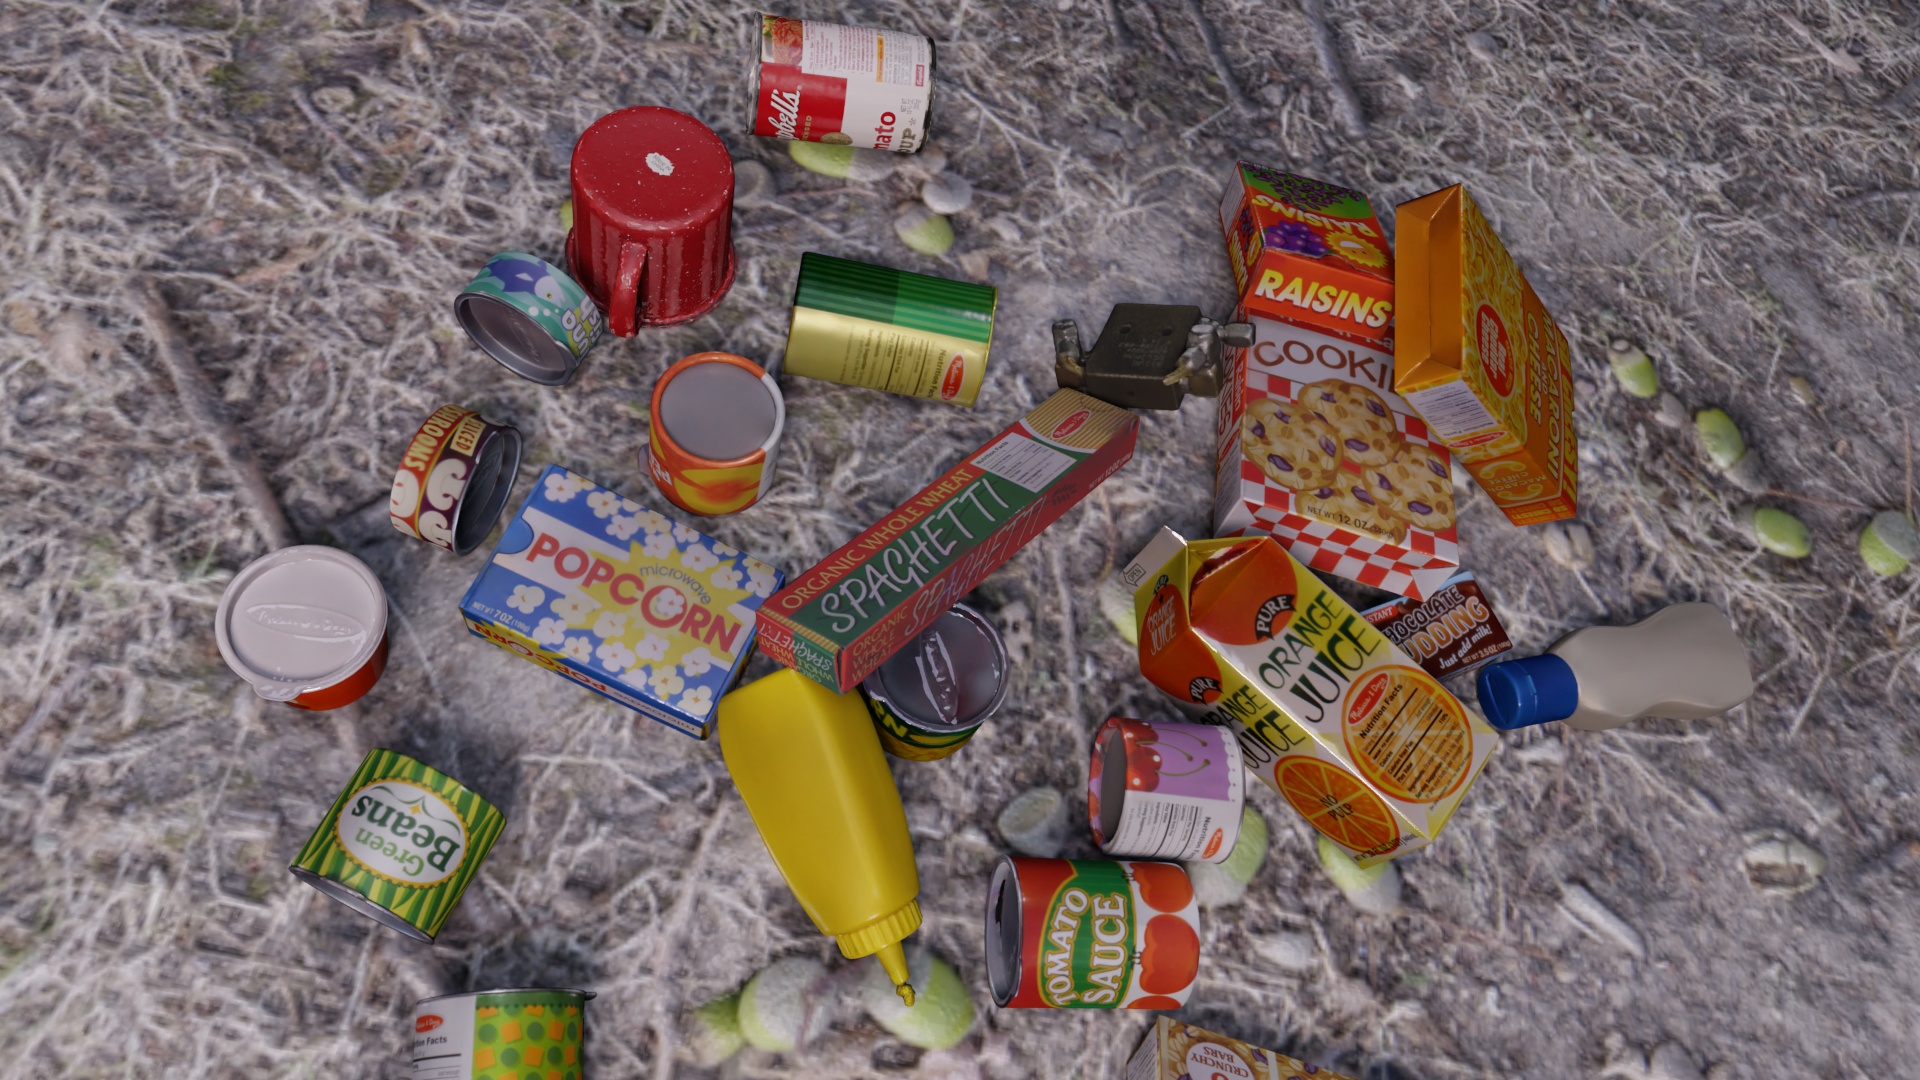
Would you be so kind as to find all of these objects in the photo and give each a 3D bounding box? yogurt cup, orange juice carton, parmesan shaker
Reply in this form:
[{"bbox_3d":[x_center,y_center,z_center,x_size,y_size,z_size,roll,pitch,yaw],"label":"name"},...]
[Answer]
[{"bbox_3d":[-0.287,0.042,0.617,0.072,0.053,0.072,5,65,-11],"label":"yogurt cup"},{"bbox_3d":[0.163,0.069,0.701,0.193,0.071,0.073,42,64,7],"label":"orange juice carton"},{"bbox_3d":[-0.038,-0.115,0.738,0.103,0.071,0.071,10,64,-8],"label":"parmesan shaker"}]

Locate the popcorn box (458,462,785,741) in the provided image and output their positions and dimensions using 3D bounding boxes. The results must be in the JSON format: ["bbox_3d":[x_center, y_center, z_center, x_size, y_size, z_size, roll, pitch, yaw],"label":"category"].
[{"bbox_3d":[-0.158,0.030,0.662,0.127,0.038,0.085,25,64,-1],"label":"popcorn box"}]

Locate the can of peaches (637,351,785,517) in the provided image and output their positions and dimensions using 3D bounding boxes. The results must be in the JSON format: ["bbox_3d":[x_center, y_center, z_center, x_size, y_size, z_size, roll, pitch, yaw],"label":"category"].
[{"bbox_3d":[-0.125,-0.053,0.696,0.071,0.057,0.071,5,65,-12],"label":"can of peaches"}]

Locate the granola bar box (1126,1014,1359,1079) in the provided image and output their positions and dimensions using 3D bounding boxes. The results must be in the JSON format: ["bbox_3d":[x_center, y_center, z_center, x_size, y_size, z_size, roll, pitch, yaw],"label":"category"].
[{"bbox_3d":[0.154,0.283,0.586,0.165,0.038,0.125,19,30,-4],"label":"granola bar box"}]

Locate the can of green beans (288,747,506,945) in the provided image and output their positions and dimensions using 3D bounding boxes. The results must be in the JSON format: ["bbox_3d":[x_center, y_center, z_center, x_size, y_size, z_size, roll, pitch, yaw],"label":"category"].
[{"bbox_3d":[-0.235,0.128,0.584,0.071,0.071,0.058,27,63,0],"label":"can of green beans"}]

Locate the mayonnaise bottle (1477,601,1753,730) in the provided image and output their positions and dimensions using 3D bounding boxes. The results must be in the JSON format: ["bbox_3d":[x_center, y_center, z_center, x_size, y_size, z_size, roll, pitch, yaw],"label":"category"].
[{"bbox_3d":[0.357,0.074,0.762,0.148,0.041,0.065,-8,68,-15],"label":"mayonnaise bottle"}]

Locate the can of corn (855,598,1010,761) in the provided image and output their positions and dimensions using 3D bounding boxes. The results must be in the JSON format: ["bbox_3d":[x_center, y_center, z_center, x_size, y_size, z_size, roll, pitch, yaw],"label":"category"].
[{"bbox_3d":[-0.017,0.068,0.666,0.071,0.058,0.071,5,65,-11],"label":"can of corn"}]

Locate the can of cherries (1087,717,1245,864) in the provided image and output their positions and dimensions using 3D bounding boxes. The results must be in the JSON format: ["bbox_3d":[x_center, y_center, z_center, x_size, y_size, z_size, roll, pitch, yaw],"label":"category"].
[{"bbox_3d":[0.097,0.118,0.668,0.058,0.071,0.072,6,65,-9],"label":"can of cherries"}]

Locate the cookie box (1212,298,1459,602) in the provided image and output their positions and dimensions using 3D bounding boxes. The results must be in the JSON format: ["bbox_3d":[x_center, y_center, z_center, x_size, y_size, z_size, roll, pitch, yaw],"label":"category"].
[{"bbox_3d":[0.207,-0.059,0.770,0.123,0.040,0.168,16,52,-6],"label":"cookie box"}]

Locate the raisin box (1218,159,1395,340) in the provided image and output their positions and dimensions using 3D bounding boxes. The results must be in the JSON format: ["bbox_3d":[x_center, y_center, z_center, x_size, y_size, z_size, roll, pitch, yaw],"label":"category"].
[{"bbox_3d":[0.203,-0.172,0.810,0.086,0.039,0.124,14,38,-7],"label":"raisin box"}]

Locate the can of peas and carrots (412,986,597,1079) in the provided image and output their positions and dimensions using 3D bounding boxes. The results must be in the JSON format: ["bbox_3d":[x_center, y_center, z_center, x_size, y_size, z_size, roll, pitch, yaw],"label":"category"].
[{"bbox_3d":[-0.183,0.214,0.558,0.071,0.070,0.059,0,67,-13],"label":"can of peas and carrots"}]

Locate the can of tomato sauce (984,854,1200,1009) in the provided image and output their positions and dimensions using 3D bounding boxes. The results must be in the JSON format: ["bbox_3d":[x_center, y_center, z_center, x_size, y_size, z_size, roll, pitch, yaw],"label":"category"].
[{"bbox_3d":[0.059,0.178,0.628,0.083,0.071,0.071,5,65,-12],"label":"can of tomato sauce"}]

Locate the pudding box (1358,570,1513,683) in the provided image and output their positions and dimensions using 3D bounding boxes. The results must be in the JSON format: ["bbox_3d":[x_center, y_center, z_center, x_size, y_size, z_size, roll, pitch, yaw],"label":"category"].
[{"bbox_3d":[0.249,0.054,0.751,0.084,0.030,0.050,-17,70,-20],"label":"pudding box"}]

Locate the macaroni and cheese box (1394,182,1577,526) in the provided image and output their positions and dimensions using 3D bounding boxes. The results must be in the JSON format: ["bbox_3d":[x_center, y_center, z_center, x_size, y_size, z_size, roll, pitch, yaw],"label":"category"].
[{"bbox_3d":[0.296,-0.098,0.775,0.166,0.040,0.124,33,55,-40],"label":"macaroni and cheese box"}]

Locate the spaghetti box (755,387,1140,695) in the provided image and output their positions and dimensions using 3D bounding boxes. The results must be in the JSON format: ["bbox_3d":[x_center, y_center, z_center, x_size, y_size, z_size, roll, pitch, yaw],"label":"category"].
[{"bbox_3d":[0.002,-0.008,0.675,0.050,0.028,0.251,25,42,27],"label":"spaghetti box"}]

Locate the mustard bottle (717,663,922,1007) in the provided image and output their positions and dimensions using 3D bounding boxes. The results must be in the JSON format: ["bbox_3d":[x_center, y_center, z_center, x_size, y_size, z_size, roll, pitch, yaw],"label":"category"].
[{"bbox_3d":[-0.054,0.134,0.626,0.049,0.065,0.160,-16,82,-64],"label":"mustard bottle"}]

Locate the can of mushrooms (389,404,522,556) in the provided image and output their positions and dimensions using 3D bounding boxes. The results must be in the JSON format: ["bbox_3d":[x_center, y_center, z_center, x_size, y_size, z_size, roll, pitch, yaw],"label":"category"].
[{"bbox_3d":[-0.236,-0.030,0.653,0.033,0.070,0.071,23,63,-1],"label":"can of mushrooms"}]

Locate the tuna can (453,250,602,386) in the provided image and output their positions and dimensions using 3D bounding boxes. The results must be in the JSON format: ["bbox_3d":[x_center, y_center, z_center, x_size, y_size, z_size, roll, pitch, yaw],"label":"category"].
[{"bbox_3d":[-0.214,-0.111,0.696,0.071,0.070,0.033,28,63,0],"label":"tuna can"}]
